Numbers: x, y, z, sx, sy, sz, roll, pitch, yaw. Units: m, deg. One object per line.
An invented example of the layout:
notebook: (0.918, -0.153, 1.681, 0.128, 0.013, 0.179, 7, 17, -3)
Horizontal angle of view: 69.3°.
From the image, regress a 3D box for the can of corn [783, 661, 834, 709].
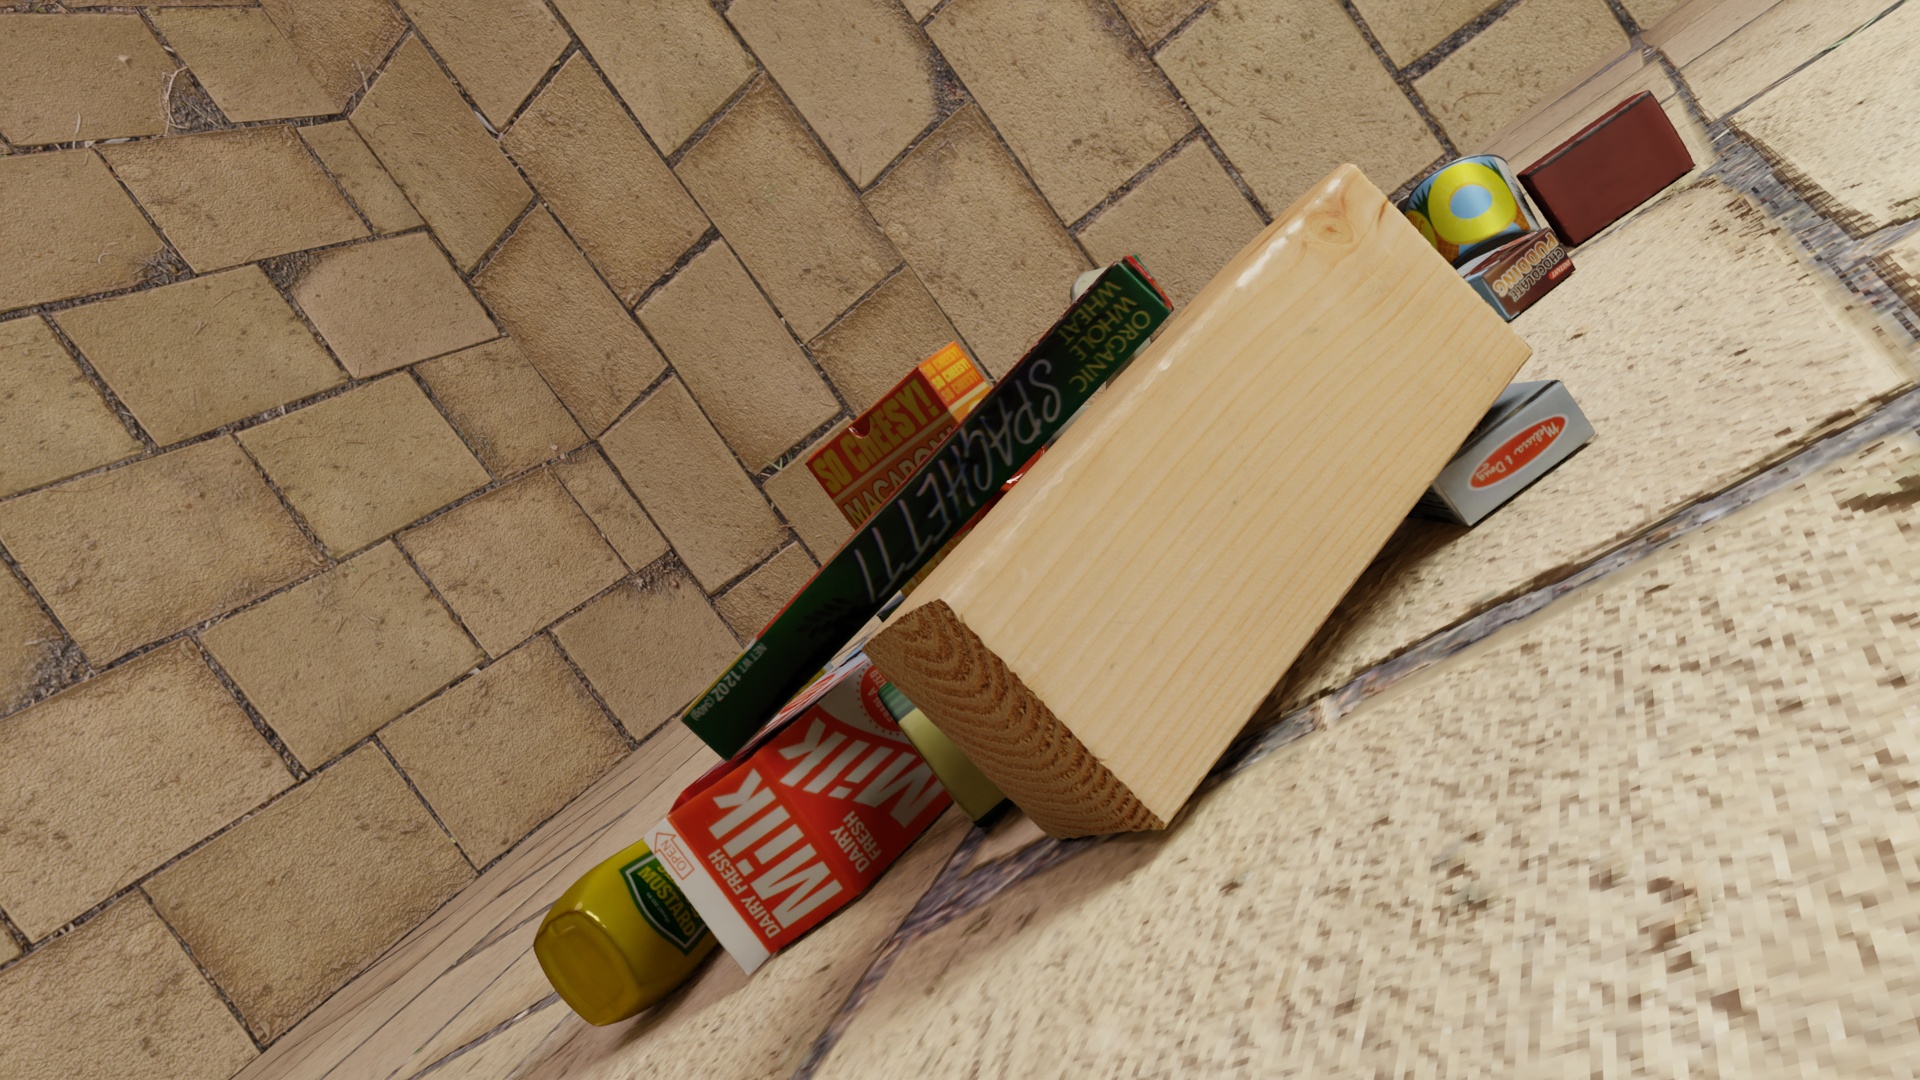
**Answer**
can of corn: (-0.099, 0.122, 0.925, 0.071, 0.058, 0.071, -36, 3, 2)

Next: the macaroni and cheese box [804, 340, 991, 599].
macaroni and cheese box: (0.003, -0.010, 0.769, 0.040, 0.166, 0.123, -40, 4, -42)

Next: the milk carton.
milk carton: (-0.049, 0.099, 0.606, 0.191, 0.072, 0.073, -40, 5, -42)

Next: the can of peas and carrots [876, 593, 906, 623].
can of peas and carrots: (-0.015, 0.055, 0.985, 0.071, 0.058, 0.071, -36, 4, 3)

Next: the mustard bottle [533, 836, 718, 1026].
mustard bottle: (-0.133, 0.165, 0.659, 0.048, 0.065, 0.161, -40, -2, 22)

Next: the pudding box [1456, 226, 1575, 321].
pudding box: (0.294, -0.140, 0.771, 0.050, 0.030, 0.083, -36, 3, -8)

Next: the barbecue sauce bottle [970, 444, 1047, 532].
barbecue sauce bottle: (0.026, 0.014, 0.670, 0.065, 0.044, 0.147, -44, -26, -31)

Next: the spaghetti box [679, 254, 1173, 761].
spaghetti box: (-0.014, -0.011, 0.538, 0.249, 0.028, 0.050, -45, 0, 14)

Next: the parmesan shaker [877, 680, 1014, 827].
parmesan shaker: (0.026, 0.049, 0.526, 0.103, 0.071, 0.071, -37, 3, -5)

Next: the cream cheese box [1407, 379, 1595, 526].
cream cheese box: (0.178, -0.032, 0.499, 0.053, 0.024, 0.104, -36, 3, 2)

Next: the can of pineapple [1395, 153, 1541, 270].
can of pineapple: (0.309, -0.189, 0.840, 0.071, 0.058, 0.070, -13, -25, -6)
